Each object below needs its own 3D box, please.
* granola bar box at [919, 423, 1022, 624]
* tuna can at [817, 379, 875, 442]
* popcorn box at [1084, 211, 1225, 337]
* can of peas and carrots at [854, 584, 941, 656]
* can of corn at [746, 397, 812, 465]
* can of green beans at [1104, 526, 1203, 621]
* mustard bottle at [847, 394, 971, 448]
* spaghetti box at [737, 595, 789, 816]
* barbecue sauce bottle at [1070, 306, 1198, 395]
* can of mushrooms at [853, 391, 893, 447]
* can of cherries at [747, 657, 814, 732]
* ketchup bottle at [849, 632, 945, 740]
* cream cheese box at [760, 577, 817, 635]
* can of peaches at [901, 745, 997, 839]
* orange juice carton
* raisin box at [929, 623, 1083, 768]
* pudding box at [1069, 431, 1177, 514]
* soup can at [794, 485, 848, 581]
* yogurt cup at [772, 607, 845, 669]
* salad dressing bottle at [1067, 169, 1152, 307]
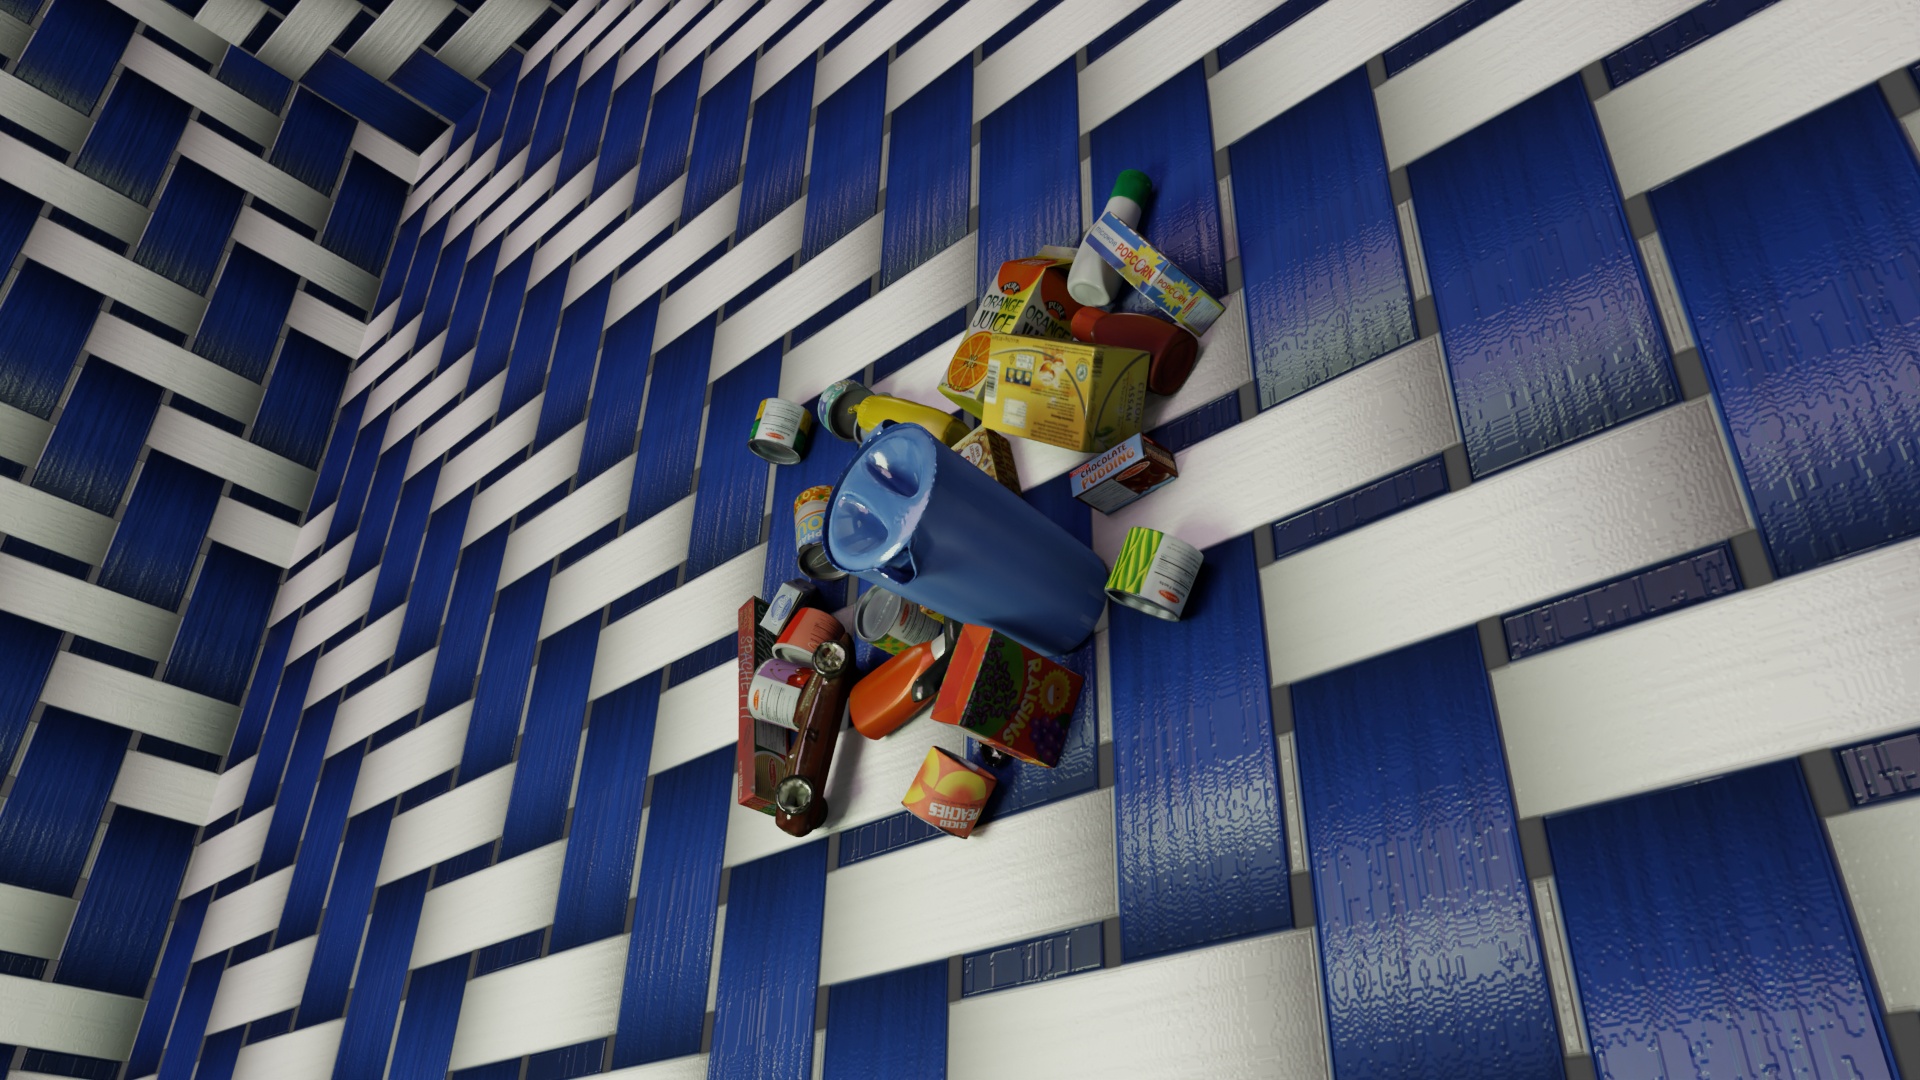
[{"bbox_3d":[0.005,-0.017,1.370,0.124,0.039,0.166,-36,43,26],"label":"granola bar box"},{"bbox_3d":[-0.127,-0.150,1.579,0.071,0.071,0.033,-56,37,5],"label":"tuna can"},{"bbox_3d":[0.179,-0.249,1.289,0.038,0.085,0.127,-50,39,14],"label":"popcorn box"},{"bbox_3d":[-0.062,0.078,1.366,0.070,0.058,0.071,-28,47,35],"label":"can of peas and carrots"},{"bbox_3d":[-0.217,-0.130,1.673,0.071,0.071,0.058,-7,61,46],"label":"can of corn"},{"bbox_3d":[0.160,0.028,1.145,0.071,0.071,0.058,11,75,51],"label":"can of green beans"},{"bbox_3d":[-0.062,-0.124,1.471,0.160,0.065,0.049,22,81,36],"label":"mustard bottle"},{"bbox_3d":[-0.209,0.172,1.476,0.028,0.050,0.251,-34,44,29],"label":"spaghetti box"},{"bbox_3d":[0.158,-0.186,1.306,0.149,0.043,0.064,38,103,53],"label":"barbecue sauce bottle"},{"bbox_3d":[-0.086,-0.127,1.549,0.071,0.033,0.071,-26,48,34],"label":"can of mushrooms"},{"bbox_3d":[-0.174,0.157,1.422,0.058,0.071,0.071,13,74,23],"label":"can of cherries"},{"bbox_3d":[-0.042,0.129,1.322,0.148,0.043,0.065,-38,38,26],"label":"ketchup bottle"},{"bbox_3d":[-0.183,0.070,1.490,0.053,0.024,0.104,-60,-2,2],"label":"cream cheese box"},{"bbox_3d":[-0.008,0.219,1.207,0.071,0.071,0.058,24,85,52],"label":"can of peaches"},{"bbox_3d":[0.062,-0.214,1.407,0.072,0.073,0.193,23,83,52],"label":"orange juice carton"},{"bbox_3d":[0.041,0.132,1.163,0.040,0.123,0.086,4,70,48],"label":"raisin box"},{"bbox_3d":[0.144,-0.058,1.232,0.083,0.049,0.030,-30,50,34],"label":"pudding box"},{"bbox_3d":[-0.148,-0.010,1.510,0.071,0.071,0.084,-36,43,28],"label":"soup can"},{"bbox_3d":[-0.155,0.106,1.447,0.072,0.072,0.054,-8,49,46],"label":"yogurt cup"},{"bbox_3d":[0.151,-0.302,1.380,0.044,0.064,0.148,9,64,31],"label":"salad dressing bottle"}]
